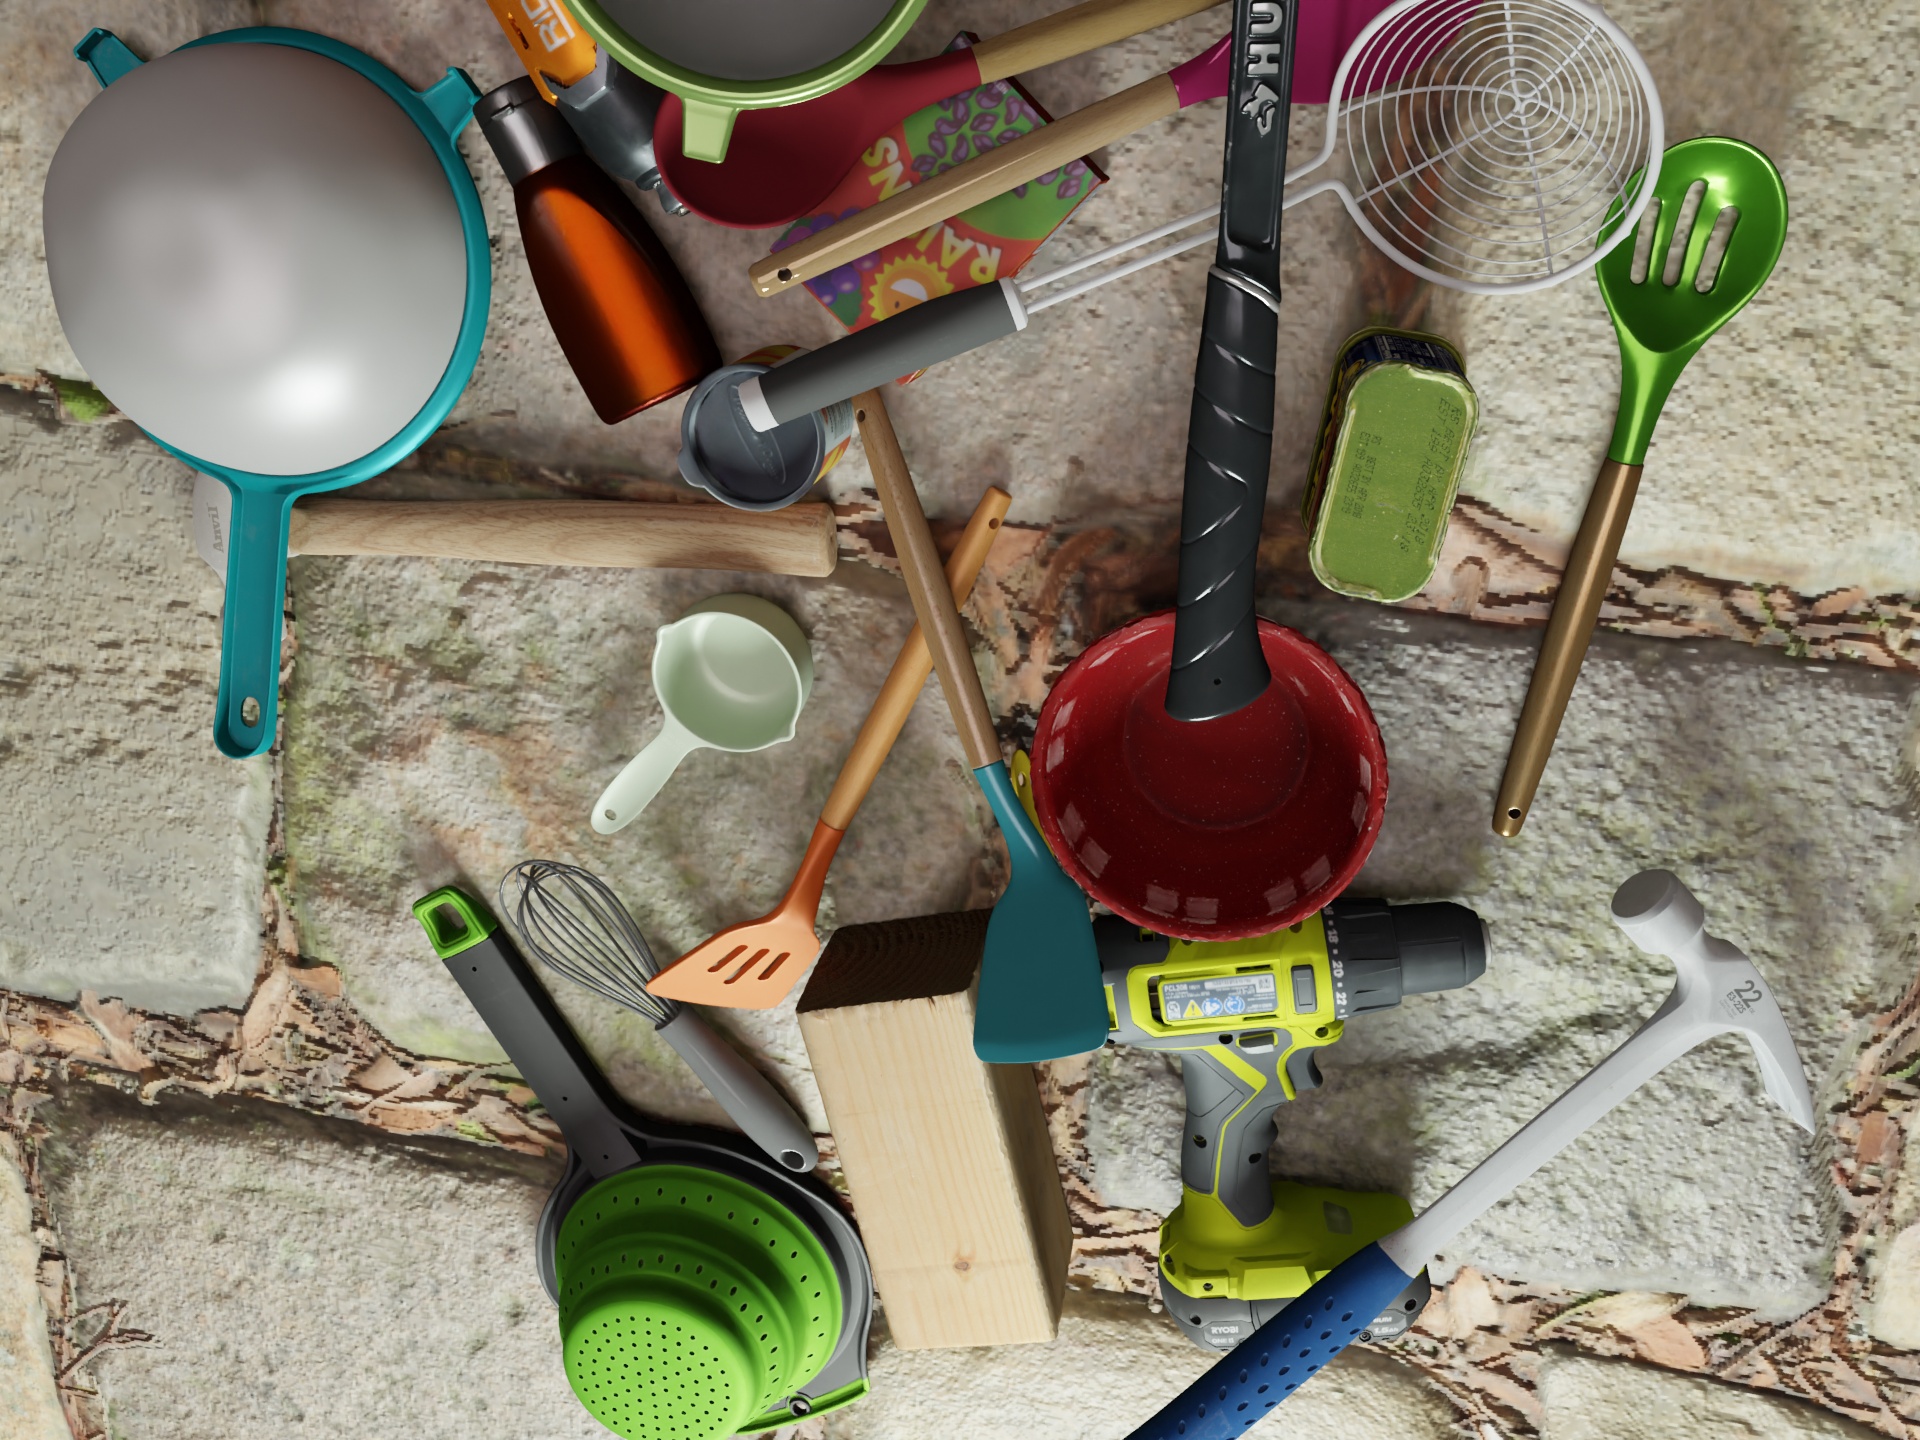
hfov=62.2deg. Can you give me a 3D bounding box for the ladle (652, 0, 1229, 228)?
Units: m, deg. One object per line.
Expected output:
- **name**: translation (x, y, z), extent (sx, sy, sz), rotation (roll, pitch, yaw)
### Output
- **ladle**: translation (0.030, -0.269, 0.629), extent (0.315, 0.031, 0.069), rotation (-18, 111, 1)

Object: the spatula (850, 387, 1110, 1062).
- **spatula**: translation (-0.001, -0.002, 0.727), extent (0.082, 0.044, 0.317), rotation (-18, 91, 43)

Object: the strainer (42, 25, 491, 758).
- **strainer**: translation (-0.334, -0.143, 0.715), extent (0.211, 0.095, 0.340), rotation (9, 99, 6)

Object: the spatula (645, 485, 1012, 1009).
- **spatula**: translation (-0.057, 0.025, 0.792), extent (0.081, 0.041, 0.322), rotation (16, 110, -35)

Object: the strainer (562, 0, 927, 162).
- **strainer**: translation (-0.030, -0.324, 0.552), extent (0.256, 0.069, 0.151), rotation (-29, 114, 9)

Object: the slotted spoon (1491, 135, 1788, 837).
- **slotted spoon**: translation (0.277, -0.088, 0.688), extent (0.070, 0.031, 0.313), rotation (12, 115, 7)

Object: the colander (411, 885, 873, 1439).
- **colander**: translation (-0.199, 0.273, 0.886), extent (0.204, 0.094, 0.397), rotation (-26, 104, 19)

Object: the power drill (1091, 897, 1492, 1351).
- **power drill**: translation (0.170, 0.192, 0.792), extent (0.190, 0.080, 0.228), rotation (-7, 107, 9)

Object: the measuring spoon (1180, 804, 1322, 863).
- **measuring spoon**: translation (0.151, 0.057, 0.780), extent (0.117, 0.011, 0.021), rotation (-23, 90, 22)

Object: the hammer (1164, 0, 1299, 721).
- **hammer**: translation (0.101, -0.179, 0.585), extent (0.149, 0.036, 0.408), rotation (-1, 121, 0)

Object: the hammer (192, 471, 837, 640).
- **hammer**: translation (-0.223, -0.096, 0.782), extent (0.331, 0.031, 0.130), rotation (2, 112, 10)

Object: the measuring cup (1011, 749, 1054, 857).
- **measuring cup**: translation (0.034, 0.092, 0.800), extent (0.029, 0.062, 0.156), rotation (-6, 99, 35)

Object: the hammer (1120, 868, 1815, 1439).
- **hammer**: translation (0.218, 0.252, 0.752), extent (0.405, 0.035, 0.144), rotation (-43, 103, 7)

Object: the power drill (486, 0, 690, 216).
- **power drill**: translation (-0.088, -0.321, 0.643), extent (0.226, 0.084, 0.164), rotation (-23, 107, 22)

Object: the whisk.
- **whisk**: translation (-0.159, 0.163, 0.863), extent (0.055, 0.055, 0.239), rotation (-35, 105, 21)

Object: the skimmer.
- **skimmer**: translation (0.081, -0.179, 0.630), extent (0.363, 0.090, 0.127), rotation (-20, 124, 6)

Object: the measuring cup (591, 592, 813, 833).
- **measuring cup**: translation (-0.136, 0.001, 0.803), extent (0.083, 0.038, 0.167), rotation (40, 122, -10)

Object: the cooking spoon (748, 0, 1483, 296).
- **cooking spoon**: translation (0.061, -0.241, 0.636), extent (0.319, 0.017, 0.068), rotation (-24, 128, 4)
